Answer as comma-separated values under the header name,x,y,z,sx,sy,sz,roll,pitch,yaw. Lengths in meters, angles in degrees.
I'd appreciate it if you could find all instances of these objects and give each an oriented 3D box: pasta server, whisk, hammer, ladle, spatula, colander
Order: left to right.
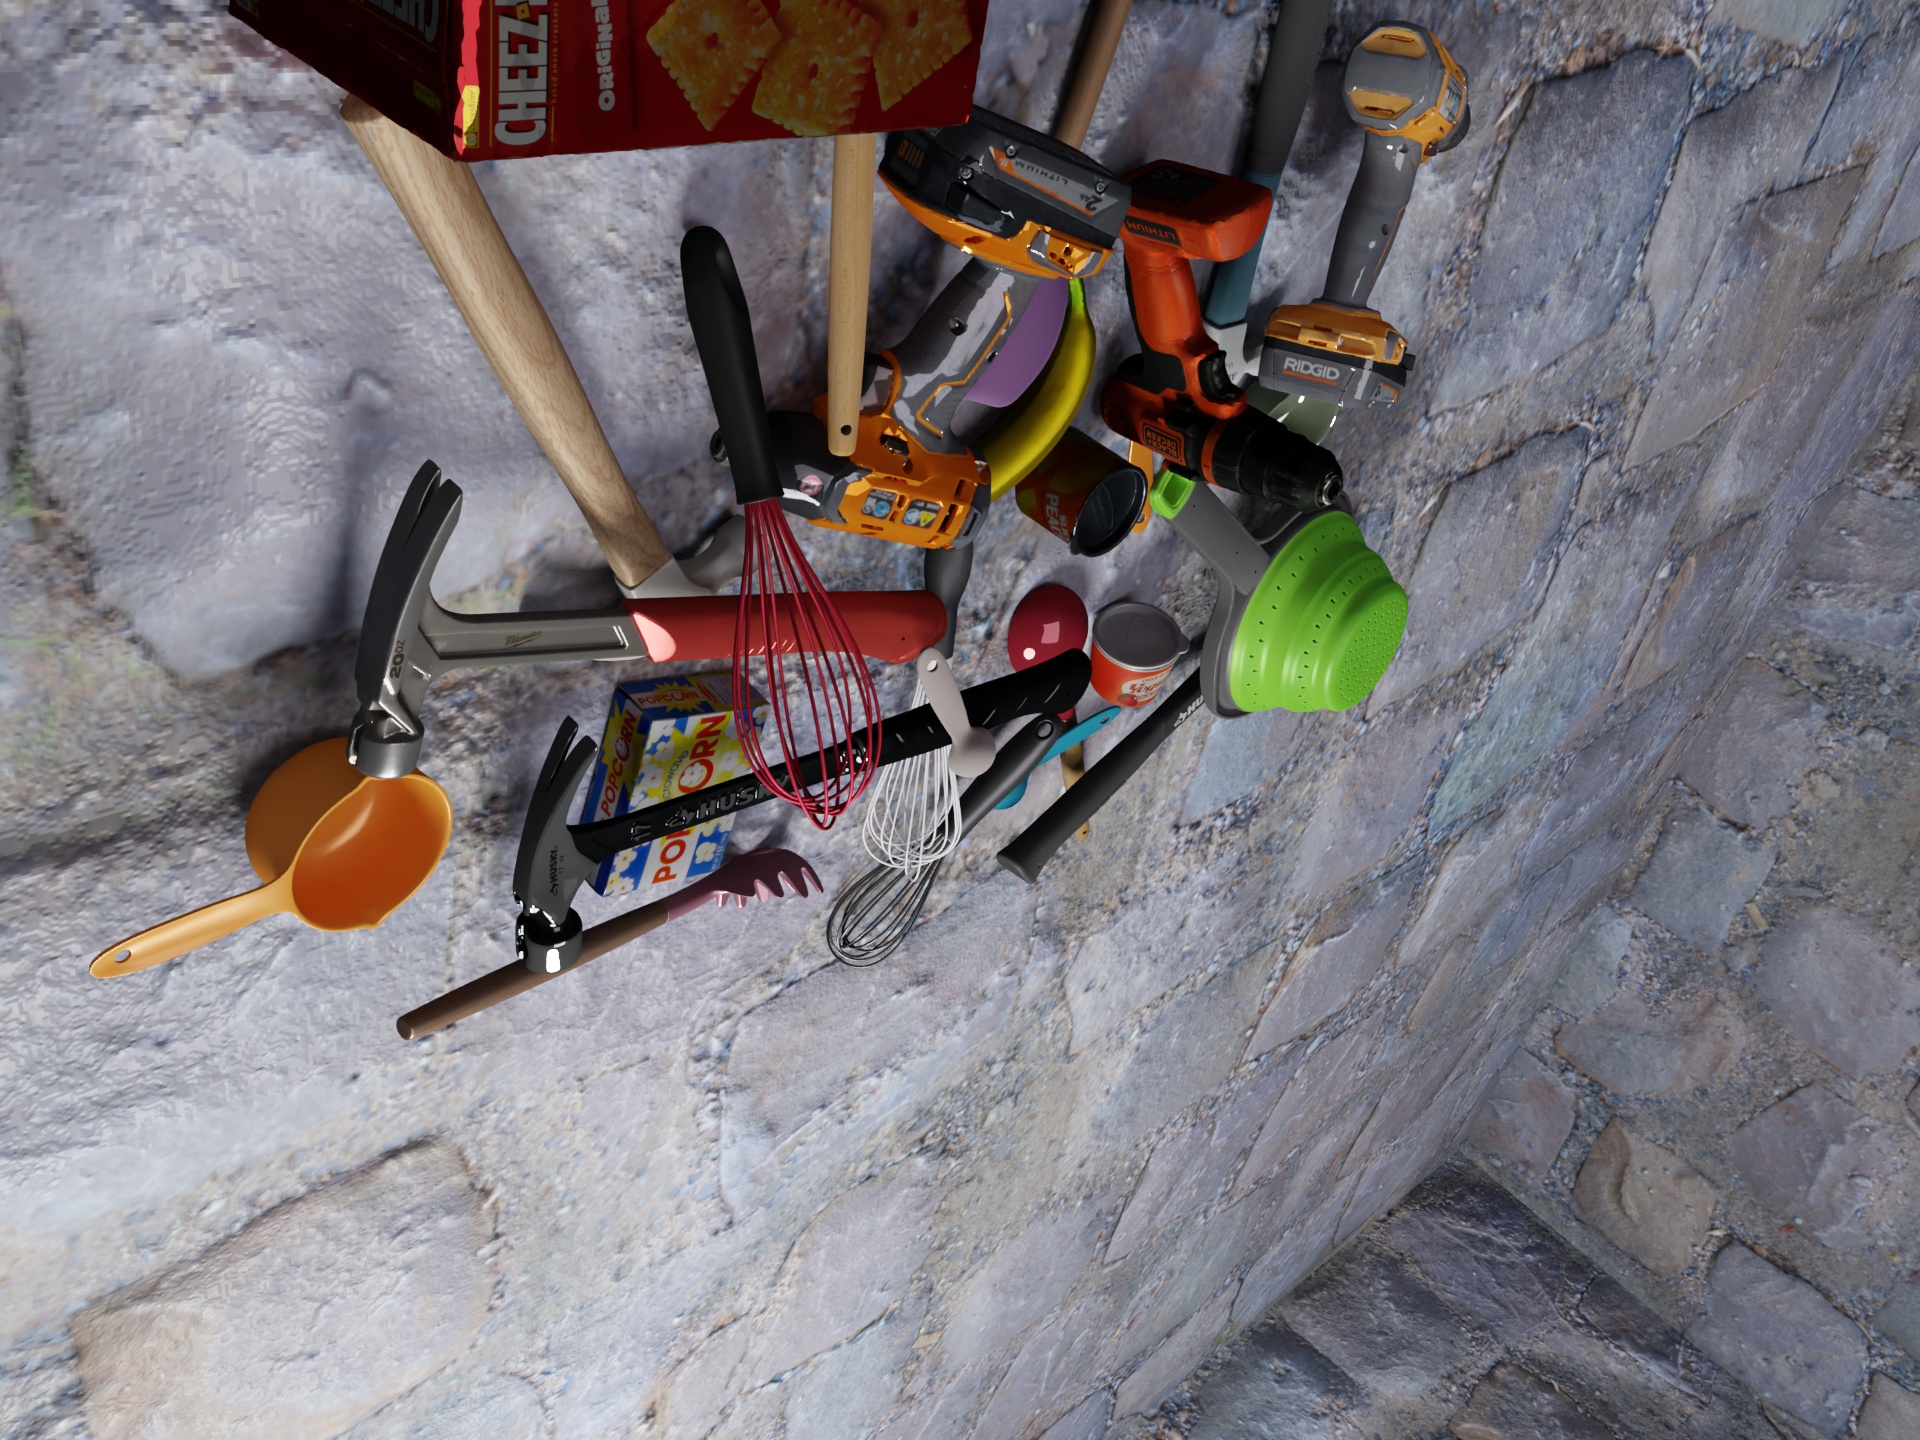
name,x,y,z,sx,sy,sz,roll,pitch,yaw
hammer,-0.187,-0.142,0.726,0.130,0.031,0.331,-41,147,-15
pasta server,-0.195,0.130,0.939,0.316,0.060,0.040,-22,97,-53
hammer,-0.133,-0.056,0.816,0.359,0.037,0.149,-8,130,-49
whisk,-0.092,-0.088,0.768,0.073,0.073,0.295,-21,105,-39
hammer,-0.074,0.019,0.945,0.409,0.036,0.149,-20,135,-37
whisk,-0.020,-0.011,1.049,0.070,0.070,0.284,-22,134,-38
whisk,-0.008,0.085,1.158,0.239,0.055,0.055,-47,148,-2
ladle,0.081,0.009,1.223,0.069,0.031,0.315,-34,147,-14
spatula,0.062,-0.319,0.860,0.059,0.018,0.315,11,116,-18
hammer,0.147,0.012,1.266,0.335,0.035,0.146,-41,148,-27
hammer,0.192,-0.354,0.981,0.128,0.033,0.330,-25,140,-37
colander,0.248,-0.095,1.187,0.204,0.095,0.396,-59,148,2

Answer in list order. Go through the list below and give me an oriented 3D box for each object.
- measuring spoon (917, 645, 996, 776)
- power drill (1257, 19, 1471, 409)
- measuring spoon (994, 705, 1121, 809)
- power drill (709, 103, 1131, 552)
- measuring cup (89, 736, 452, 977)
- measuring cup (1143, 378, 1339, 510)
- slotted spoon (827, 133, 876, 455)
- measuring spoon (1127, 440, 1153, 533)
name,x,y,z,sx,sy,sz,roll,pitch,yaw
measuring spoon,-0.002,-0.003,0.960,0.034,0.018,0.124,-42,143,-13
power drill,0.276,-0.322,1.041,0.185,0.084,0.226,-21,126,-62
measuring spoon,0.070,0.031,1.198,0.128,0.021,0.042,-33,147,6
power drill,-0.026,-0.198,0.819,0.164,0.084,0.226,6,123,-39
measuring cup,-0.323,0.065,0.733,0.173,0.052,0.095,-27,140,-42
measuring cup,0.193,-0.201,1.147,0.167,0.038,0.083,-28,148,-5
slotted spoon,-0.049,-0.271,0.712,0.070,0.031,0.313,-4,118,-16
measuring spoon,0.126,-0.172,1.098,0.021,0.011,0.116,-16,138,-10
